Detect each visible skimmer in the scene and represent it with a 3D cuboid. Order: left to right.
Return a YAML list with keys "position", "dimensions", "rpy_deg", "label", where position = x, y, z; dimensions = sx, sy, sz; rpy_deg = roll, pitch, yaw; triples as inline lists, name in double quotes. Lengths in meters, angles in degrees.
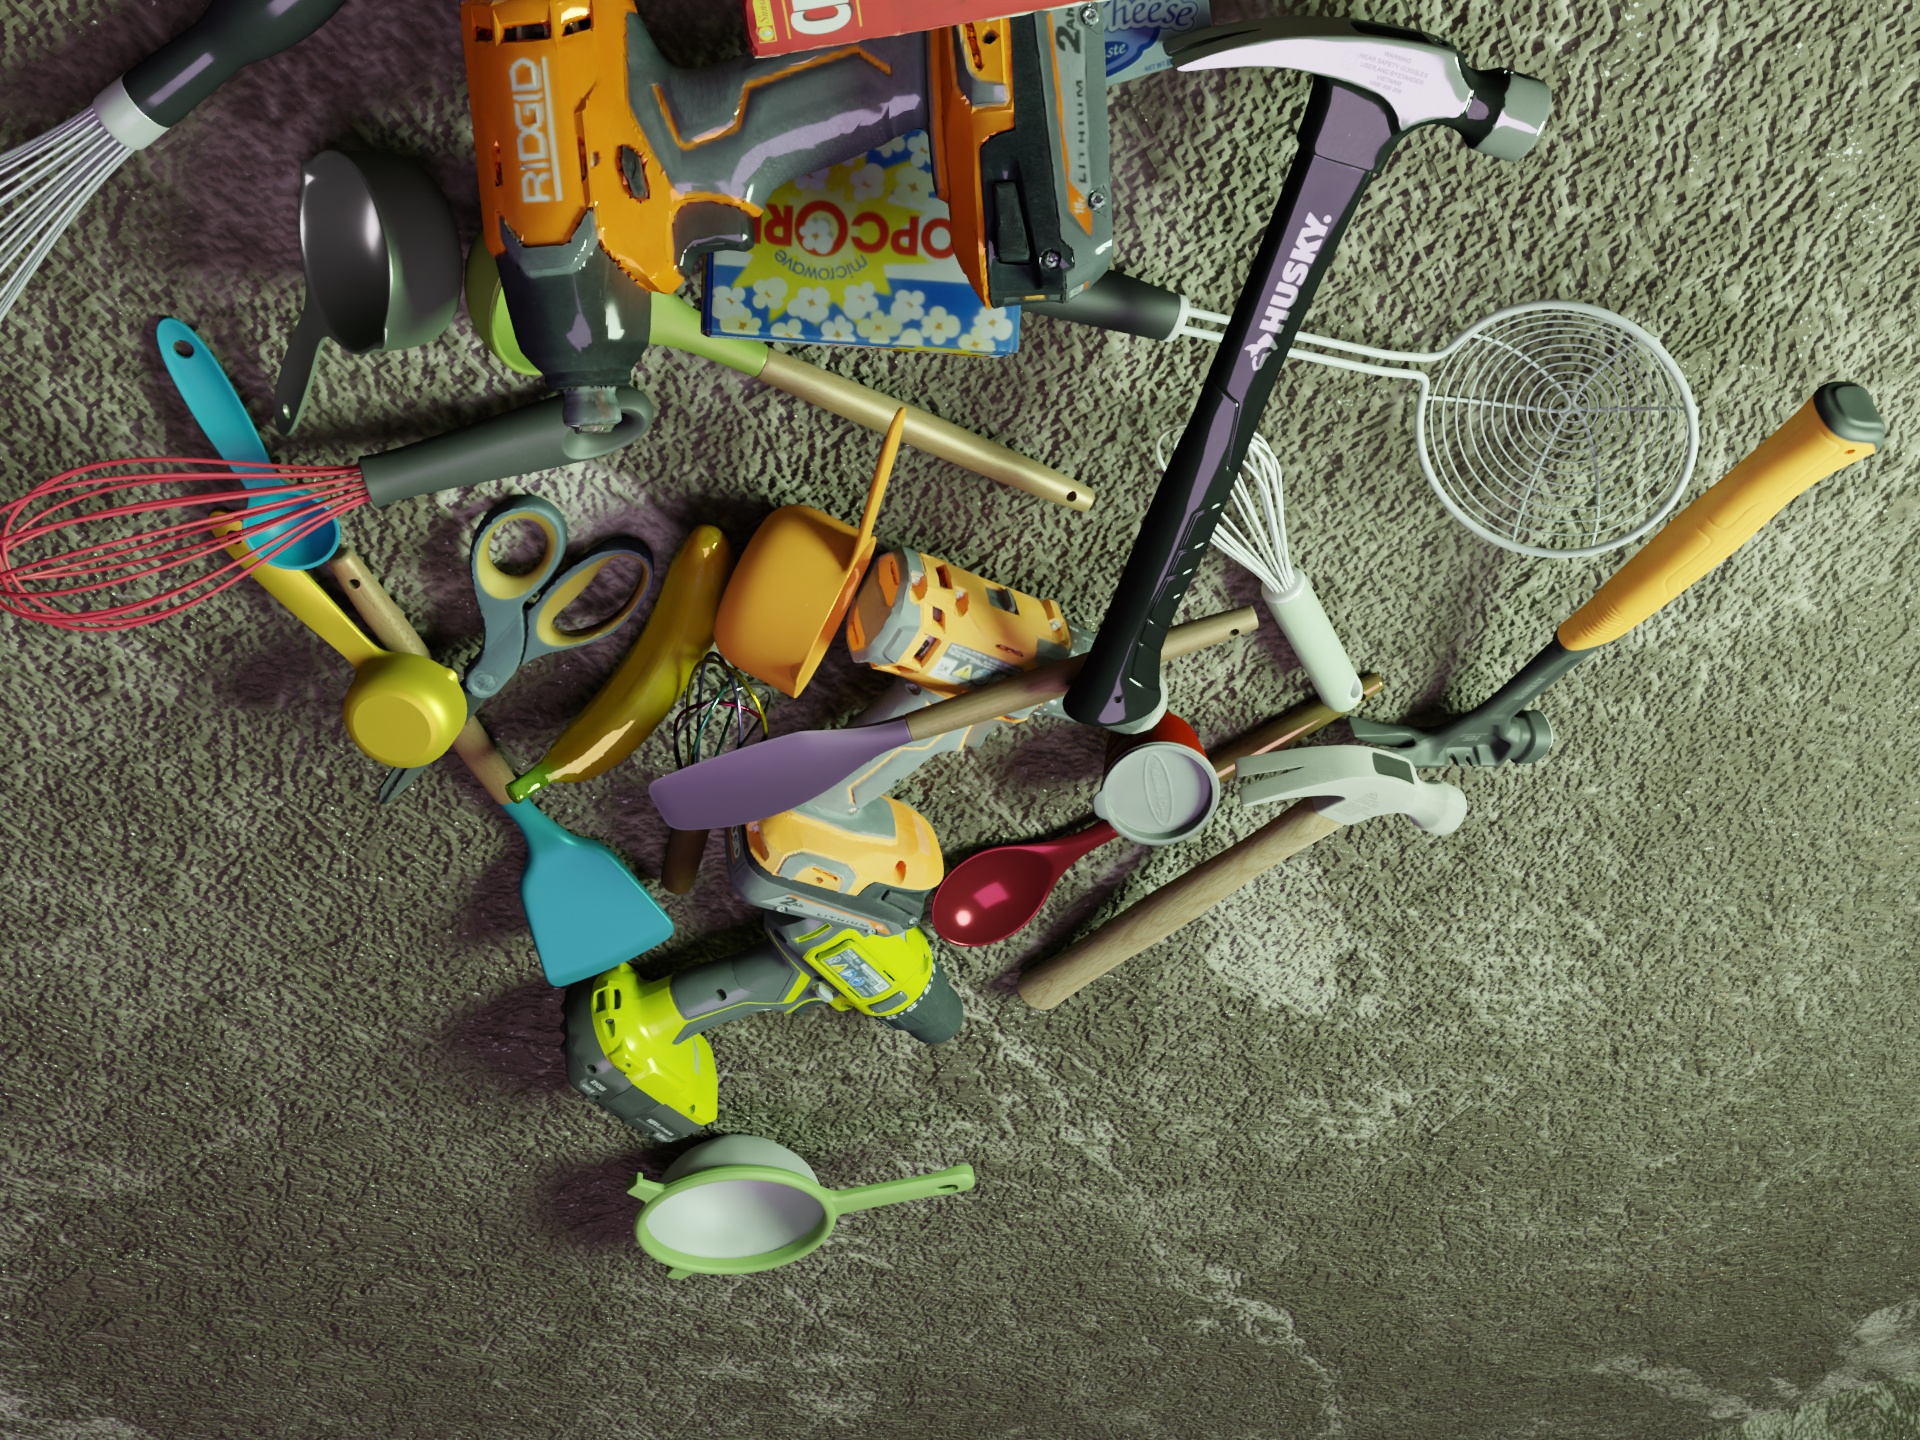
- position: [0.157, -0.154, 0.715]
  dimensions: [0.363, 0.090, 0.127]
  rpy_deg: [7, 135, -18]
  label: "skimmer"

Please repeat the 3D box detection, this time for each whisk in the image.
- position: [-0.332, -0.208, 0.592]
  dimensions: [0.284, 0.070, 0.070]
  rpy_deg: [-30, 134, 13]
  label: "whisk"
- position: [-0.278, -0.099, 0.693]
  dimensions: [0.296, 0.073, 0.073]
  rpy_deg: [-17, 138, -11]
  label: "whisk"
- position: [-0.140, 0.041, 0.869]
  dimensions: [0.047, 0.051, 0.244]
  rpy_deg: [19, 146, -6]
  label: "whisk"
- position: [0.166, -0.076, 0.837]
  dimensions: [0.059, 0.058, 0.246]
  rpy_deg: [6, 151, 36]
  label: "whisk"

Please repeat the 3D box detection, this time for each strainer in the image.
- position: [-0.120, 0.348, 1.211]
  dimensions: [0.256, 0.069, 0.151]
  rpy_deg: [-9, 135, -2]
  label: "strainer"

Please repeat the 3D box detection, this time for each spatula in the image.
- position: [-0.254, 0.031, 0.865]
  dimensions: [0.082, 0.044, 0.317]
  rpy_deg: [-24, 135, -3]
  label: "spatula"
- position: [-0.001, -0.003, 0.802]
  dimensions: [0.316, 0.018, 0.059]
  rpy_deg: [-19, 141, 0]
  label: "spatula"

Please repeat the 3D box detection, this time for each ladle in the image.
- position: [-0.063, -0.146, 0.708]
  dimensions: [0.320, 0.062, 0.078]
  rpy_deg: [18, 114, -31]
  label: "ladle"
- position: [0.116, 0.052, 0.974]
  dimensions: [0.315, 0.031, 0.069]
  rpy_deg: [-31, 122, 18]
  label: "ladle"

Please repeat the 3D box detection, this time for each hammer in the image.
- position: [0.146, 0.107, 1.000]
  dimensions: [0.130, 0.031, 0.331]
  rpy_deg: [21, 137, -30]
  label: "hammer"
- position: [0.110, -0.132, 0.690]
  dimensions: [0.146, 0.035, 0.334]
  rpy_deg: [12, 126, -12]
  label: "hammer"
- position: [0.334, -0.059, 0.823]
  dimensions: [0.127, 0.034, 0.336]
  rpy_deg: [-1, 153, -18]
  label: "hammer"

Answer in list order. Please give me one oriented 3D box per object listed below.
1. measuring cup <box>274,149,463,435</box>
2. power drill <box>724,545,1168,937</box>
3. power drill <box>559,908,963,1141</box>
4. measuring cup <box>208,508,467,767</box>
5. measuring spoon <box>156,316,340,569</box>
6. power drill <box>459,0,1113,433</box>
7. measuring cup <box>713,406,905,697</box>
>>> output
- position: [-0.249, -0.166, 0.656]
  dimensions: [0.038, 0.083, 0.167]
  rpy_deg: [-19, 169, -40]
  label: "measuring cup"
- position: [-0.009, 0.020, 0.880]
  dimensions: [0.185, 0.084, 0.226]
  rpy_deg: [18, 125, -28]
  label: "power drill"
- position: [-0.123, 0.189, 1.037]
  dimensions: [0.228, 0.080, 0.190]
  rpy_deg: [-26, 135, 13]
  label: "power drill"
- position: [-0.304, -0.037, 0.765]
  dimensions: [0.062, 0.029, 0.156]
  rpy_deg: [-30, 118, 19]
  label: "measuring cup"
- position: [-0.320, -0.125, 0.711]
  dimensions: [0.042, 0.021, 0.128]
  rpy_deg: [-19, 128, -2]
  label: "measuring spoon"
- position: [-0.061, -0.191, 0.572]
  dimensions: [0.226, 0.084, 0.164]
  rpy_deg: [-3, 99, 4]
  label: "power drill"
- position: [-0.070, -0.087, 0.738]
  dimensions: [0.052, 0.095, 0.173]
  rpy_deg: [25, 136, 0]
  label: "measuring cup"
